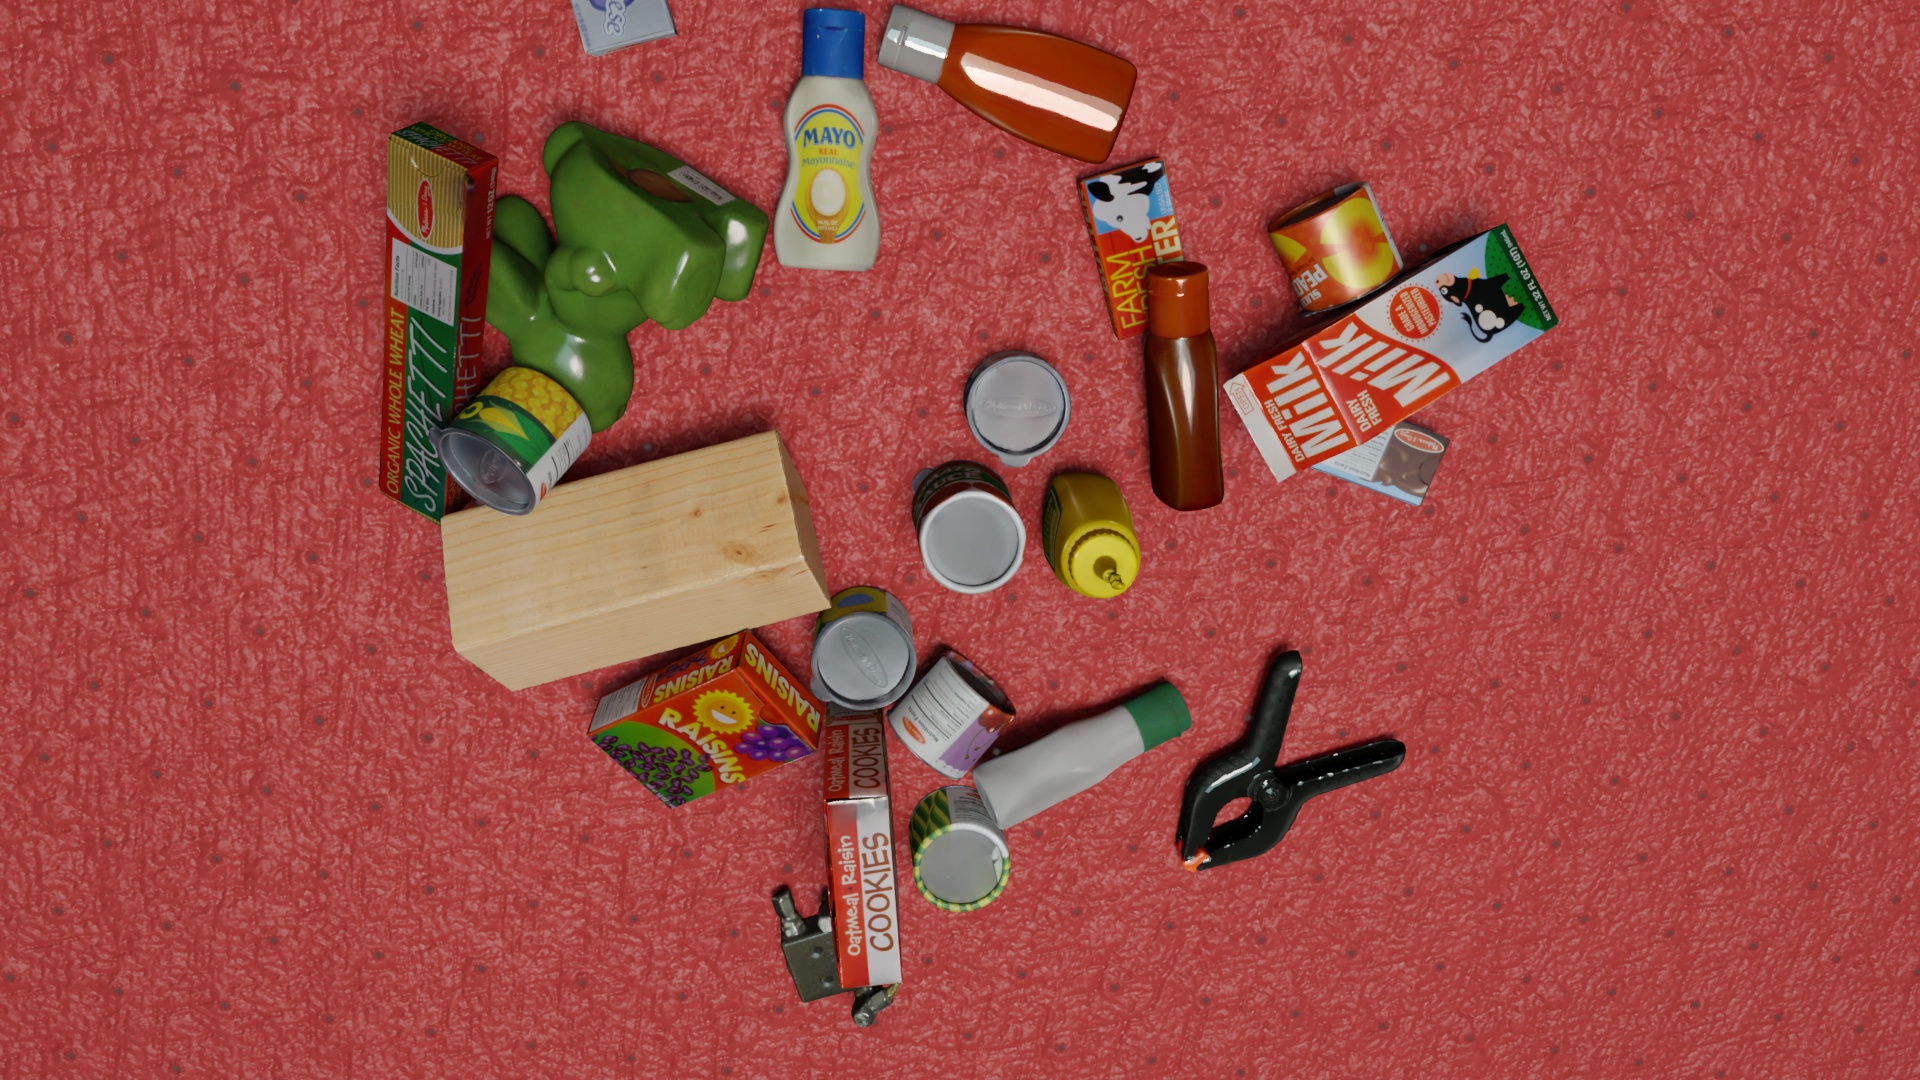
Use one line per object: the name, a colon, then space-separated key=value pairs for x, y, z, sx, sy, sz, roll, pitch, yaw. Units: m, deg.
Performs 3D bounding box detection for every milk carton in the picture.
milk carton: x=0.255 y=-0.112 z=0.847 sx=0.191 sy=0.073 sz=0.072 roll=-31 pitch=95 yaw=-7

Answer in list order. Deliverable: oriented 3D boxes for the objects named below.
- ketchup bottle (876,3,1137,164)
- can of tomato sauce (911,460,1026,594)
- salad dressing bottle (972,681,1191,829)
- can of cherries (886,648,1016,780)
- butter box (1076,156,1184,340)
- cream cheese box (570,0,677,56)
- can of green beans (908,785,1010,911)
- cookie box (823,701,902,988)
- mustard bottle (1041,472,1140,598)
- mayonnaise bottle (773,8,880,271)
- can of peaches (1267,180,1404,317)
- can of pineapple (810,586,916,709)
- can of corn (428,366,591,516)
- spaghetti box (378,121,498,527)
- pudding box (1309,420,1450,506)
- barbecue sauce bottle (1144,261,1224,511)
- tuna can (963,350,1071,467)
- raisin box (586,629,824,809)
ketchup bottle: x=0.026 y=-0.276 z=0.823 sx=0.149 sy=0.043 sz=0.064 roll=17 pitch=102 yaw=-9
can of tomato sauce: x=0.003 y=-0.011 z=0.872 sx=0.071 sy=0.083 sz=0.071 roll=-1 pitch=106 yaw=-5
salad dressing bottle: x=0.082 y=0.141 z=0.928 sx=0.148 sy=0.064 sz=0.044 roll=-24 pitch=64 yaw=-11
can of cherries: x=-0.005 y=0.114 z=0.917 sx=0.071 sy=0.071 sz=0.058 roll=39 pitch=98 yaw=-13
butter box: x=0.110 y=-0.181 z=0.865 sx=0.053 sy=0.024 sz=0.103 roll=-16 pitch=106 yaw=-1
cream cheese box: x=-0.204 y=-0.337 z=0.797 sx=0.053 sy=0.024 sz=0.103 roll=-16 pitch=106 yaw=-1
can of green beans: x=-0.001 y=0.209 z=0.944 sx=0.071 sy=0.058 sz=0.071 roll=-1 pitch=106 yaw=-4
cookie box: x=-0.063 y=0.181 z=0.874 sx=0.040 sy=0.168 sz=0.122 roll=-5 pitch=106 yaw=-3
mustard bottle: x=0.080 y=0.001 z=0.842 sx=0.049 sy=0.160 sz=0.065 roll=3 pitch=104 yaw=-4
mayonnaise bottle: x=-0.078 y=-0.237 z=0.826 sx=0.065 sy=0.041 sz=0.147 roll=2 pitch=106 yaw=-3
can of peaches: x=0.228 y=-0.179 z=0.853 sx=0.071 sy=0.071 sz=0.058 roll=-28 pitch=105 yaw=3
can of pineapple: x=-0.065 y=0.069 z=0.901 sx=0.071 sy=0.058 sz=0.070 roll=-1 pitch=105 yaw=-4
can of corn: x=-0.258 y=-0.059 z=0.800 sx=0.071 sy=0.058 sz=0.070 roll=19 pitch=142 yaw=16
spaghetti box: x=-0.300 y=-0.114 z=0.789 sx=0.050 sy=0.029 sz=0.248 roll=27 pitch=129 yaw=7
pudding box: x=0.269 y=-0.059 z=0.908 sx=0.084 sy=0.030 sz=0.049 roll=18 pitch=102 yaw=-9
barbecue sauce bottle: x=0.137 y=-0.096 z=0.858 sx=0.044 sy=0.065 sz=0.147 roll=-10 pitch=117 yaw=-5
tuna can: x=0.035 y=-0.084 z=0.881 sx=0.071 sy=0.033 sz=0.071 roll=-1 pitch=105 yaw=-4
raisin box: x=-0.161 y=0.116 z=0.886 sx=0.123 sy=0.040 sz=0.086 roll=-24 pitch=123 yaw=22
